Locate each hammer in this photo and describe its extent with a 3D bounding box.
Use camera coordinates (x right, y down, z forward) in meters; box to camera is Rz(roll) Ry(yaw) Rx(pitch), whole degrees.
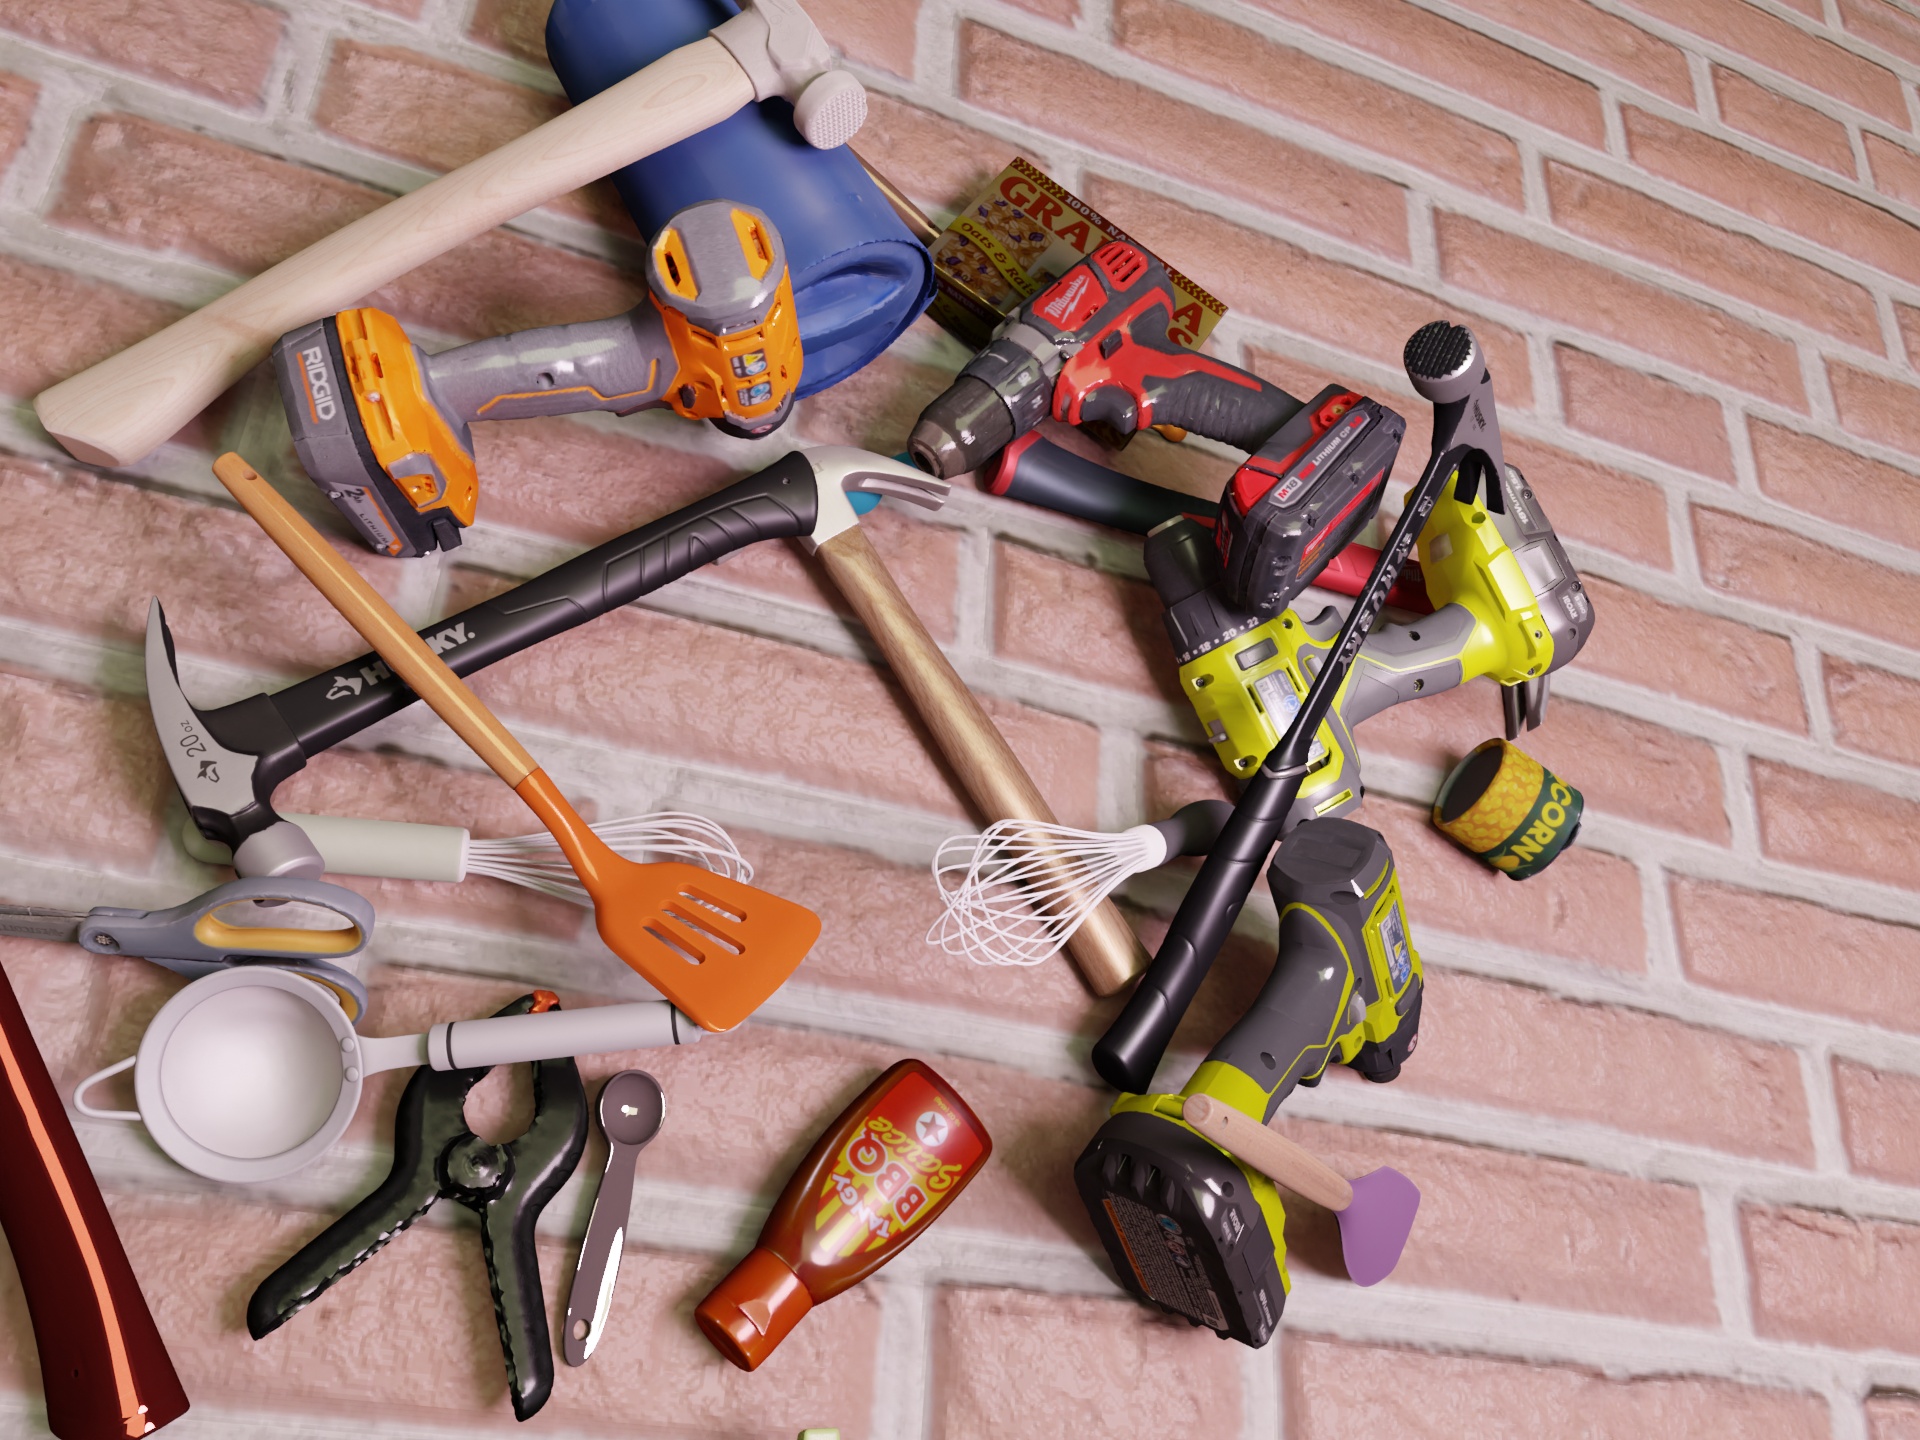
[{"bbox_3d":[-0.205,-0.053,0.742,0.335,0.035,0.146,-31,70,-29],"label":"hammer"},{"bbox_3d":[-0.001,-0.003,0.840,0.130,0.031,0.331,-32,85,-20],"label":"hammer"},{"bbox_3d":[-0.253,-0.252,0.771,0.410,0.038,0.146,-34,73,-12],"label":"hammer"},{"bbox_3d":[-0.371,0.098,0.601,0.149,0.036,0.359,-28,84,4],"label":"hammer"},{"bbox_3d":[0.175,0.007,0.815,0.036,0.149,0.409,26,85,33],"label":"hammer"},{"bbox_3d":[0.196,-0.093,0.975,0.386,0.038,0.143,13,64,-19],"label":"hammer"}]

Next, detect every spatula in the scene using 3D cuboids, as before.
[{"bbox_3d":[-0.195,0.002,0.669,0.322,0.041,0.081,46,42,-1],"label":"spatula"},{"bbox_3d":[0.161,0.211,0.716,0.315,0.018,0.060,42,70,-51],"label":"spatula"}]

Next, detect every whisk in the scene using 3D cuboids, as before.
[{"bbox_3d":[0.073,0.069,0.785,0.284,0.070,0.070,-8,68,-56],"label":"whisk"},{"bbox_3d":[-0.215,0.061,0.714,0.246,0.059,0.058,6,61,-16],"label":"whisk"}]

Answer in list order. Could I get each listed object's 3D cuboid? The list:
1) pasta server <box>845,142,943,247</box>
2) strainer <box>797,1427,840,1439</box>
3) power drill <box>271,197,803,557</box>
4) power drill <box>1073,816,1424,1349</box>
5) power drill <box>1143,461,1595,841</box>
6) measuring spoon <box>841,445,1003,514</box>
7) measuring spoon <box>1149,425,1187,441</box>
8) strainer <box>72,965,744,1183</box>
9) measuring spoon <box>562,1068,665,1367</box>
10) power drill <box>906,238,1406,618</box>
[{"bbox_3d":[-0.135,-0.392,0.973,0.316,0.040,0.060,39,57,-8],"label":"pasta server"},{"bbox_3d":[-0.026,0.418,0.620,0.256,0.069,0.151,45,55,0],"label":"strainer"},{"bbox_3d":[-0.184,-0.154,0.758,0.226,0.164,0.084,-18,74,-5],"label":"power drill"},{"bbox_3d":[0.158,0.181,0.781,0.223,0.080,0.171,-48,132,-32],"label":"power drill"},{"bbox_3d":[0.228,-0.062,0.916,0.228,0.080,0.190,-27,88,-14],"label":"power drill"},{"bbox_3d":[-0.025,-0.151,0.910,0.128,0.021,0.042,-20,77,-28],"label":"measuring spoon"},{"bbox_3d":[0.092,-0.203,0.994,0.117,0.011,0.021,21,60,-14],"label":"measuring spoon"},{"bbox_3d":[-0.217,0.134,0.646,0.258,0.050,0.087,-6,91,-3],"label":"strainer"},{"bbox_3d":[-0.156,0.214,0.690,0.034,0.018,0.124,28,62,-39],"label":"measuring spoon"},{"bbox_3d":[0.101,-0.153,0.865,0.227,0.080,0.188,38,67,21],"label":"power drill"}]
